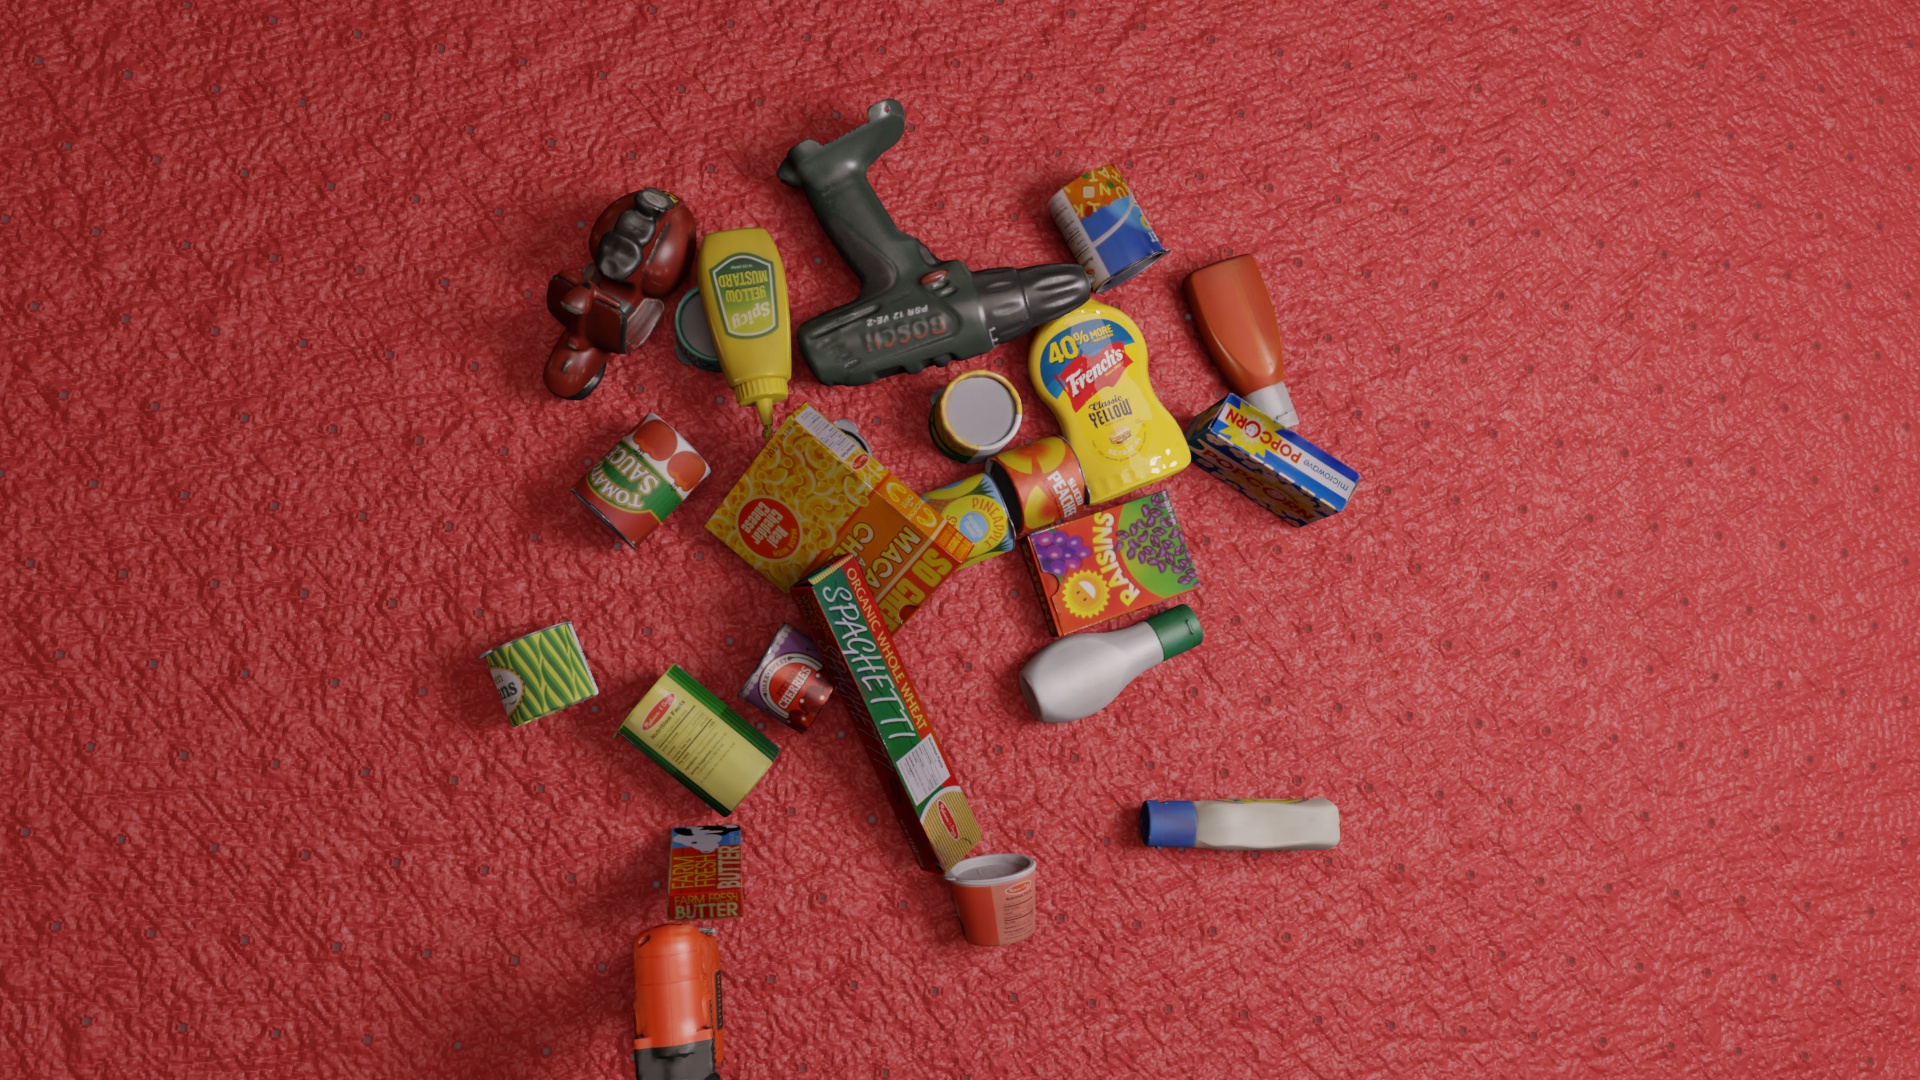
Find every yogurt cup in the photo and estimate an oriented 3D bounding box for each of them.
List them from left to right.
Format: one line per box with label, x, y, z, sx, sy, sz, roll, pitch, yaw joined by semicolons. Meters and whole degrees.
yogurt cup;0.026;0.272;1.053;0.072;0.072;0.054;-8;93;-10

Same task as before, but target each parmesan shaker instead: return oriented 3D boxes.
parmesan shaker;-0.195;0.150;1.029;0.103;0.071;0.071;40;79;-4

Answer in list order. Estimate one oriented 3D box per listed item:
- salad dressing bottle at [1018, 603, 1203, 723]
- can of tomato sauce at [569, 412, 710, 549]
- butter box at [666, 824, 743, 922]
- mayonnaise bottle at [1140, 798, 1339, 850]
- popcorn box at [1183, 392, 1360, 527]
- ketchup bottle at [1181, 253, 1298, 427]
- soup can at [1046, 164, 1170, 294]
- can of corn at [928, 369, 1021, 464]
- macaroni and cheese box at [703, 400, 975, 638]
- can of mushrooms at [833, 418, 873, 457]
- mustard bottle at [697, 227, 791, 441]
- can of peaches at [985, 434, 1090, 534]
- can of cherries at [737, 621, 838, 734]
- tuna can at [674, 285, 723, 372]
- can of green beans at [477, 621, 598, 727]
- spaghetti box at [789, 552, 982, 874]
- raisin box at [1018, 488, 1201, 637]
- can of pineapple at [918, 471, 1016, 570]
salad dressing bottle;0.121;0.095;1.101;0.148;0.044;0.064;-23;88;-13
can of tomato sauce;-0.240;-0.046;1.043;0.071;0.071;0.083;43;78;-2
butter box;-0.184;0.238;1.001;0.053;0.104;0.024;-1;105;-10
mayonnaise bottle;0.218;0.223;1.092;0.148;0.064;0.041;2;80;-6
popcorn box;0.246;-0.062;1.119;0.127;0.085;0.038;32;78;-4
ketchup bottle;0.237;-0.159;1.151;0.065;0.043;0.149;-20;87;-10
soup can;0.121;-0.255;1.132;0.071;0.071;0.084;-29;88;-11
can of corn;0.009;-0.099;1.098;0.071;0.058;0.071;1;83;-10
macaroni and cheese box;-0.092;-0.003;1.045;0.166;0.040;0.123;40;119;-3
can of mushrooms;-0.101;-0.059;1.087;0.071;0.033;0.071;1;83;-9
mustard bottle;-0.157;-0.154;1.047;0.065;0.048;0.160;-11;85;-10
can of peaches;0.060;-0.043;1.090;0.058;0.071;0.071;-19;87;-18
can of cherries;-0.126;0.104;1.043;0.058;0.071;0.071;32;79;-5
tuna can;-0.192;-0.165;1.085;0.071;0.033;0.071;1;82;-10
can of green beans;-0.306;0.098;1.016;0.071;0.071;0.058;-22;88;-11
spaghetti box;-0.053;0.129;1.031;0.050;0.028;0.249;-36;108;-42
raisin box;0.119;0.019;1.111;0.123;0.040;0.086;-18;87;-10
can of pineapple;0.004;-0.014;1.081;0.058;0.071;0.071;-21;87;-10
